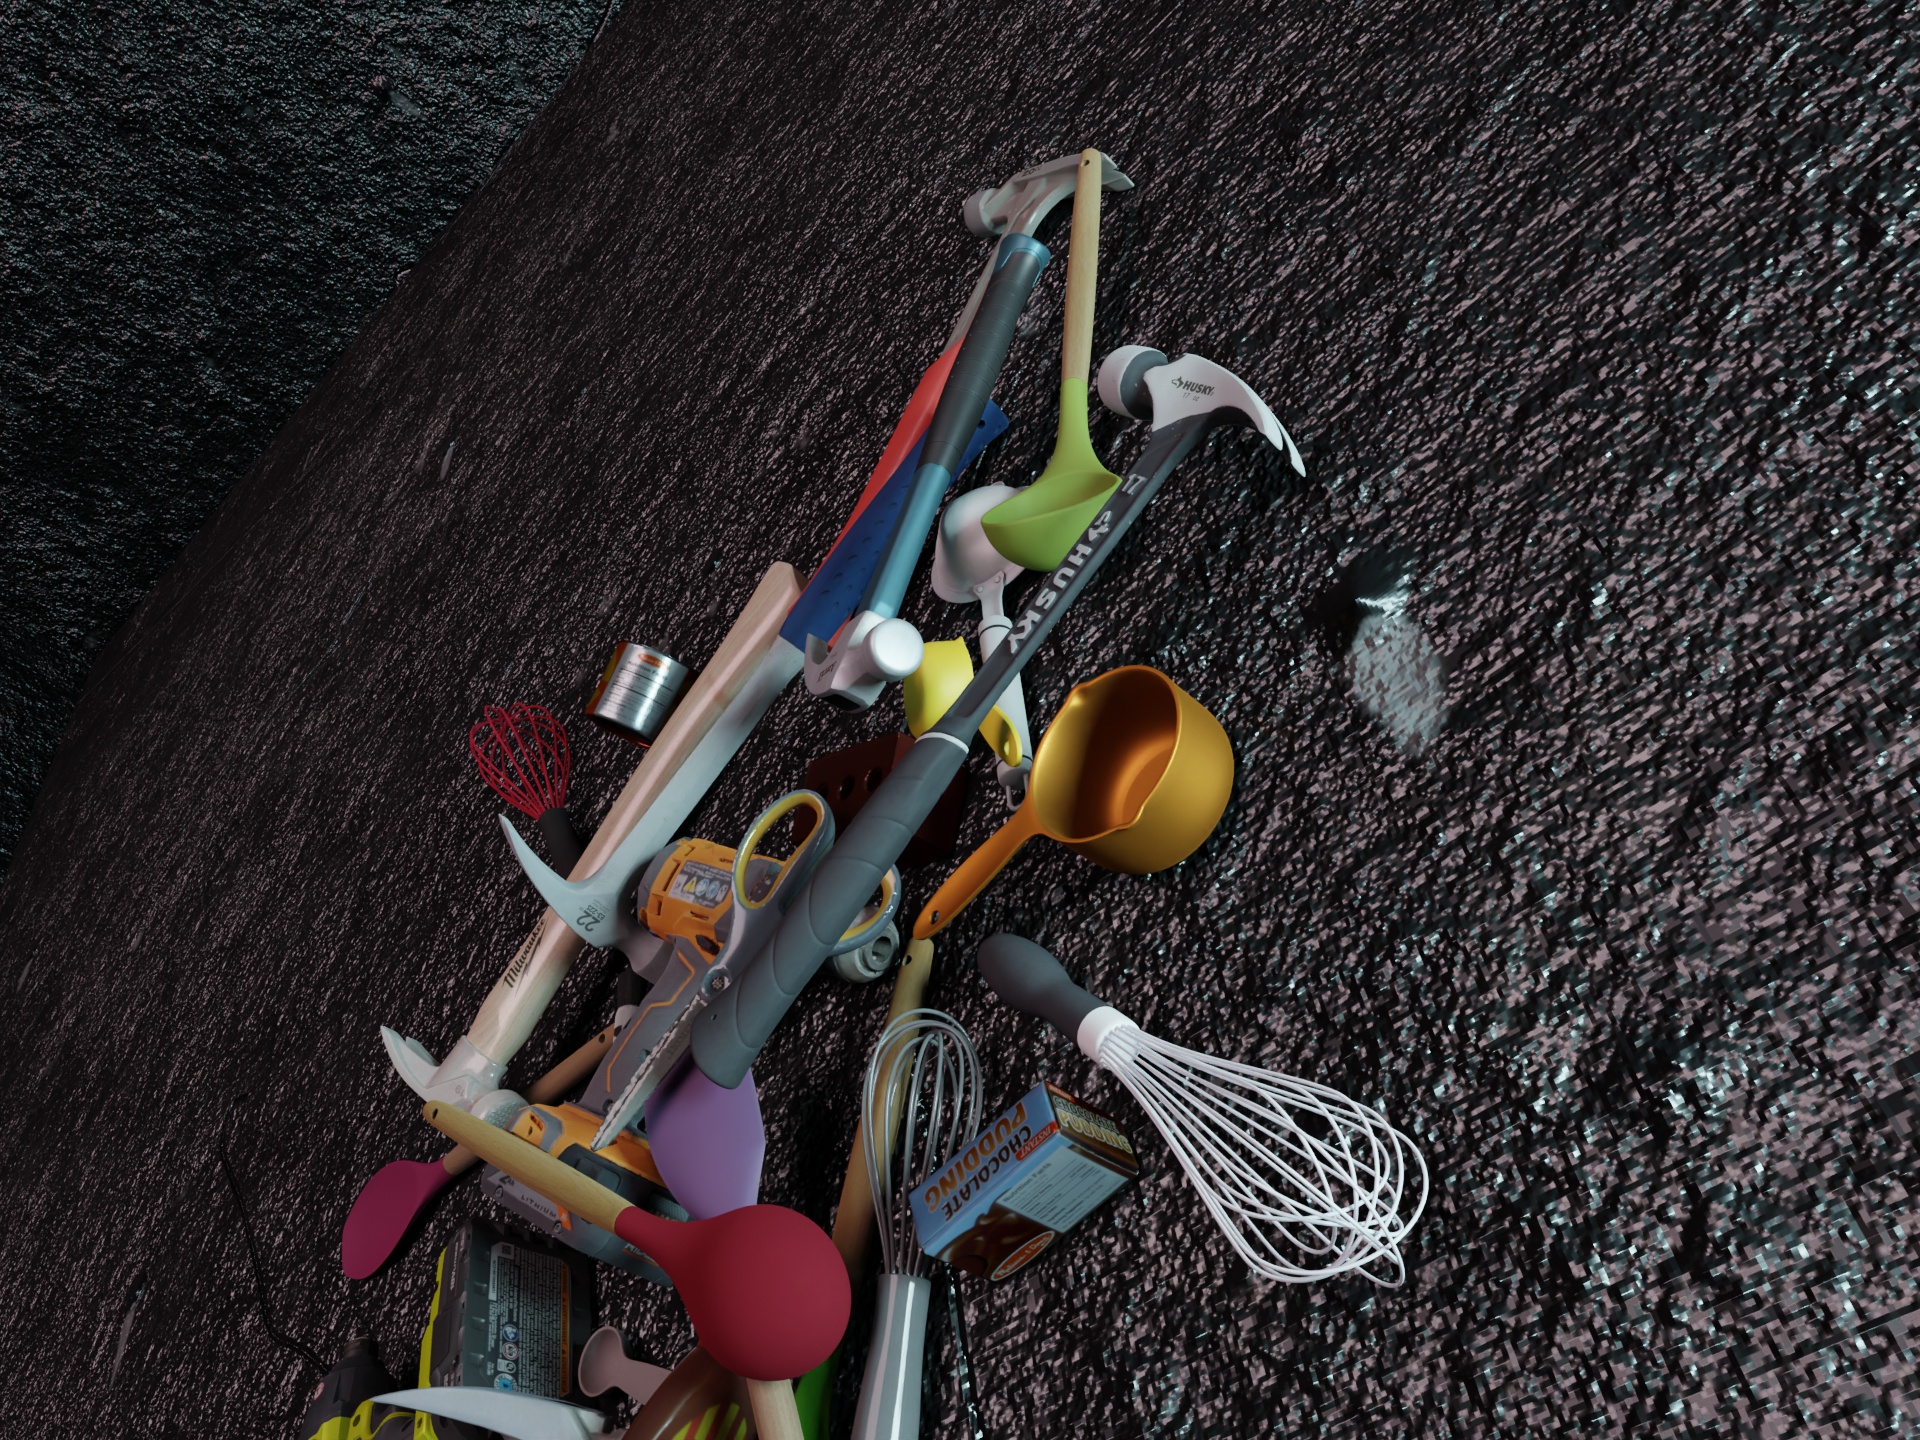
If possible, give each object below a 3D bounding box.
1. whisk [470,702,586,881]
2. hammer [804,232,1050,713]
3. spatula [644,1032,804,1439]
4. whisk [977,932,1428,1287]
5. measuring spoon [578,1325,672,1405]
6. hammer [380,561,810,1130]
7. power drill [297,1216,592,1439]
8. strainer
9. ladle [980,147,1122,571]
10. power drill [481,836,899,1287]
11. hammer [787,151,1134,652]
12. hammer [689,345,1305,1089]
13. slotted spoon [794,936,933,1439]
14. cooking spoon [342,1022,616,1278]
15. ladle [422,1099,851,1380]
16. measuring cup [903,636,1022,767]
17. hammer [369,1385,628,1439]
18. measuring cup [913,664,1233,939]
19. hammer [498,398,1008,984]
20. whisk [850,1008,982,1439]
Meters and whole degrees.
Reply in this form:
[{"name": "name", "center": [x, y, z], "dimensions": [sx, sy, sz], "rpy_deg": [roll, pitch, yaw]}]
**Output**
[{"name": "whisk", "center": [-0.301, 0.064, 1.162], "dimensions": [0.073, 0.073, 0.296], "rpy_deg": [-52, 39, 7]}, {"name": "hammer", "center": [-0.011, -0.149, 0.899], "dimensions": [0.128, 0.033, 0.331], "rpy_deg": [-30, 36, 59]}, {"name": "spatula", "center": [-0.092, 0.264, 0.695], "dimensions": [0.060, 0.018, 0.316], "rpy_deg": [-28, 50, 5]}, {"name": "whisk", "center": [0.076, 0.139, 0.626], "dimensions": [0.070, 0.070, 0.285], "rpy_deg": [-59, 28, -3]}, {"name": "measuring spoon", "center": [-0.148, 0.331, 0.787], "dimensions": [0.124, 0.018, 0.034], "rpy_deg": [0, 63, 44]}, {"name": "hammer", "center": [-0.224, 0.070, 1.036], "dimensions": [0.146, 0.038, 0.411], "rpy_deg": [21, 75, 43]}, {"name": "power drill", "center": [-0.299, 0.382, 0.880], "dimensions": [0.223, 0.080, 0.171], "rpy_deg": [-45, 35, 23]}, {"name": "strainer", "center": [0.018, -0.056, 0.869], "dimensions": [0.087, 0.050, 0.259], "rpy_deg": [-29, 46, 24]}, {"name": "ladle", "center": [0.062, -0.219, 0.908], "dimensions": [0.078, 0.062, 0.320], "rpy_deg": [-9, 58, 25]}, {"name": "power drill", "center": [-0.137, 0.175, 0.842], "dimensions": [0.185, 0.084, 0.226], "rpy_deg": [7, 63, 45]}, {"name": "hammer", "center": [-0.012, -0.208, 1.034], "dimensions": [0.149, 0.036, 0.359], "rpy_deg": [9, 70, 54]}, {"name": "hammer", "center": [0.006, 0.000, 0.743], "dimensions": [0.409, 0.036, 0.149], "rpy_deg": [-54, 33, -1]}, {"name": "slotted spoon", "center": [-0.053, 0.244, 0.723], "dimensions": [0.070, 0.031, 0.314], "rpy_deg": [-12, 52, 39]}, {"name": "cooking spoon", "center": [-0.316, 0.278, 1.036], "dimensions": [0.319, 0.017, 0.069], "rpy_deg": [-39, 47, 26]}, {"name": "ladle", "center": [-0.170, 0.226, 0.749], "dimensions": [0.315, 0.031, 0.069], "rpy_deg": [9, 72, 43]}, {"name": "measuring cup", "center": [-0.001, -0.003, 0.810], "dimensions": [0.157, 0.029, 0.062], "rpy_deg": [-134, 45, -70]}, {"name": "hammer", "center": [-0.242, 0.498, 0.688], "dimensions": [0.038, 0.143, 0.387], "rpy_deg": [87, -166, -67]}, {"name": "measuring cup", "center": [0.051, 0.053, 0.726], "dimensions": [0.173, 0.052, 0.095], "rpy_deg": [-45, 35, 21]}, {"name": "hammer", "center": [-0.111, -0.039, 0.958], "dimensions": [0.405, 0.144, 0.035], "rpy_deg": [-53, 27, -6]}, {"name": "whisk", "center": [-0.026, 0.239, 0.677], "dimensions": [0.055, 0.055, 0.239], "rpy_deg": [-22, 51, 41]}]
